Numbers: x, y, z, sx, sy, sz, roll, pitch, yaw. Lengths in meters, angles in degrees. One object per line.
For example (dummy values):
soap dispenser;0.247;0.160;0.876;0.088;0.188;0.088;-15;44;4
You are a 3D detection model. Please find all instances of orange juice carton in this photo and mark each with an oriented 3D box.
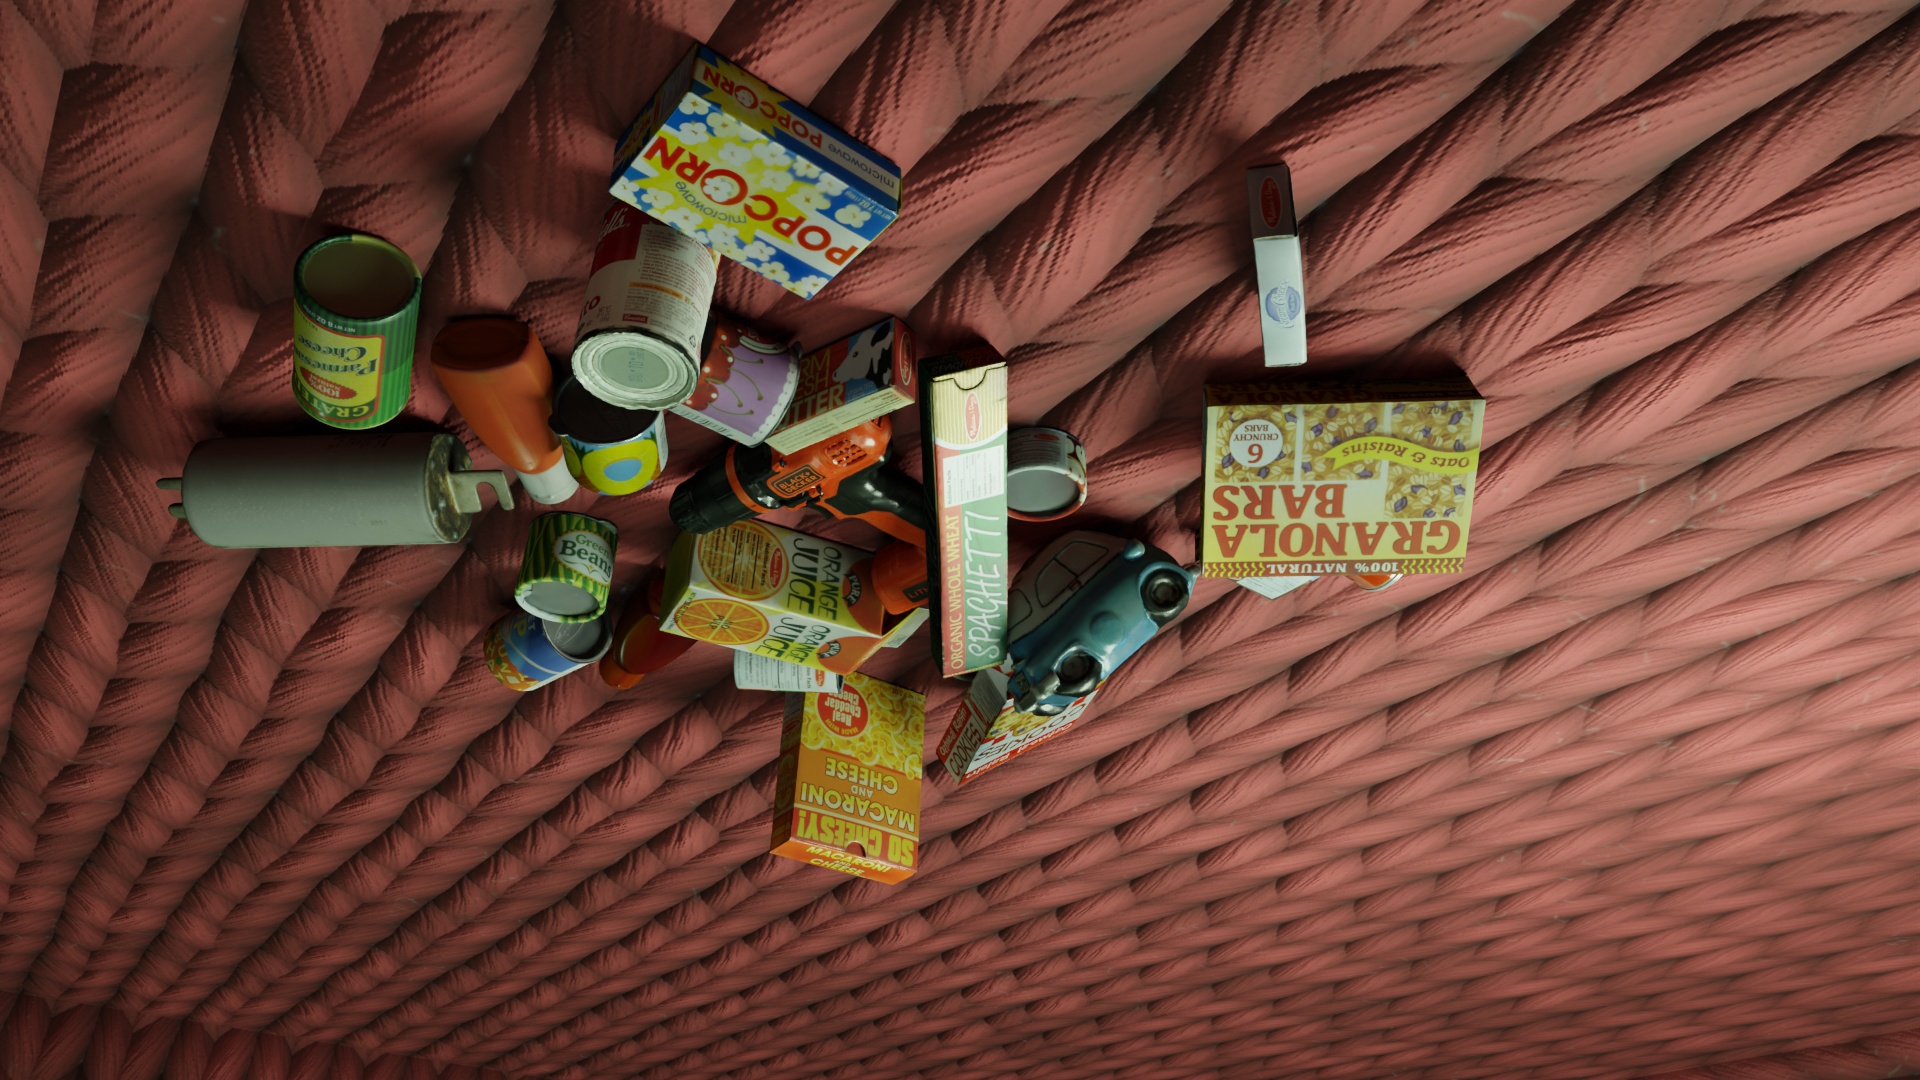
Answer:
orange juice carton;-0.120;0.044;1.040;0.193;0.073;0.071;17;144;-22

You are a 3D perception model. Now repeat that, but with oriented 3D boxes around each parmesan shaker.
parmesan shaker;-0.354;-0.122;0.806;0.071;0.071;0.102;14;145;-17

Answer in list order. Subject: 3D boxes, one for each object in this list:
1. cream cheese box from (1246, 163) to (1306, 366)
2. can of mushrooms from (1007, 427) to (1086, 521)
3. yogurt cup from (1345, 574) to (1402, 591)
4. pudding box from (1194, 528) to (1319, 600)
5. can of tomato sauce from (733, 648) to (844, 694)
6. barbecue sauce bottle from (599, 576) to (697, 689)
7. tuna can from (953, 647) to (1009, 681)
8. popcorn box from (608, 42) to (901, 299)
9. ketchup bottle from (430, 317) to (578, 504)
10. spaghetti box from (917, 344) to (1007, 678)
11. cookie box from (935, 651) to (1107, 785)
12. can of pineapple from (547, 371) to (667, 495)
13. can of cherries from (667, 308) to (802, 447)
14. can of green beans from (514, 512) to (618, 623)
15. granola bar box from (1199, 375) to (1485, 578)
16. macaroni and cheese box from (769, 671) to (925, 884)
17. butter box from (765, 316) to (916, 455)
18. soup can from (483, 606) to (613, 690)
cream cheese box;0.171;-0.147;0.750;0.024;0.053;0.103;-5;146;14
can of mushrooms;0.052;-0.042;0.935;0.071;0.033;0.070;1;146;1
yogurt cup;0.273;-0.006;0.953;0.054;0.073;0.072;25;141;-18
pudding box;0.217;0.010;1.009;0.083;0.030;0.049;23;142;-29
can of tomato sauce;-0.136;0.088;1.117;0.083;0.071;0.070;2;147;1
barbecue sauce bottle;-0.252;0.078;1.126;0.065;0.044;0.148;9;149;-32
tuna can;0.018;0.087;1.135;0.071;0.033;0.070;1;147;1
popcorn box;-0.105;-0.186;0.718;0.126;0.038;0.085;25;141;-31
ketchup bottle;-0.282;-0.078;0.888;0.065;0.044;0.148;1;147;4
spaghetti box;0.003;-0.011;0.907;0.050;0.029;0.248;-13;130;-15
cookie box;0.056;0.130;1.141;0.123;0.040;0.166;-22;156;-27
can of pineapple;-0.221;-0.070;0.876;0.071;0.071;0.057;5;147;-4
can of cherries;-0.137;-0.099;0.831;0.058;0.072;0.071;25;140;-29
can of green beans;-0.291;0.021;1.027;0.071;0.058;0.071;1;147;1
granola bar box;0.236;-0.039;0.880;0.165;0.039;0.123;-1;118;5
macaroni and cheese box;-0.093;0.195;1.183;0.124;0.167;0.040;22;141;-28
butter box;-0.075;-0.093;0.846;0.103;0.053;0.024;-19;144;30
soup can;-0.331;0.076;1.109;0.083;0.072;0.071;-24;139;34
